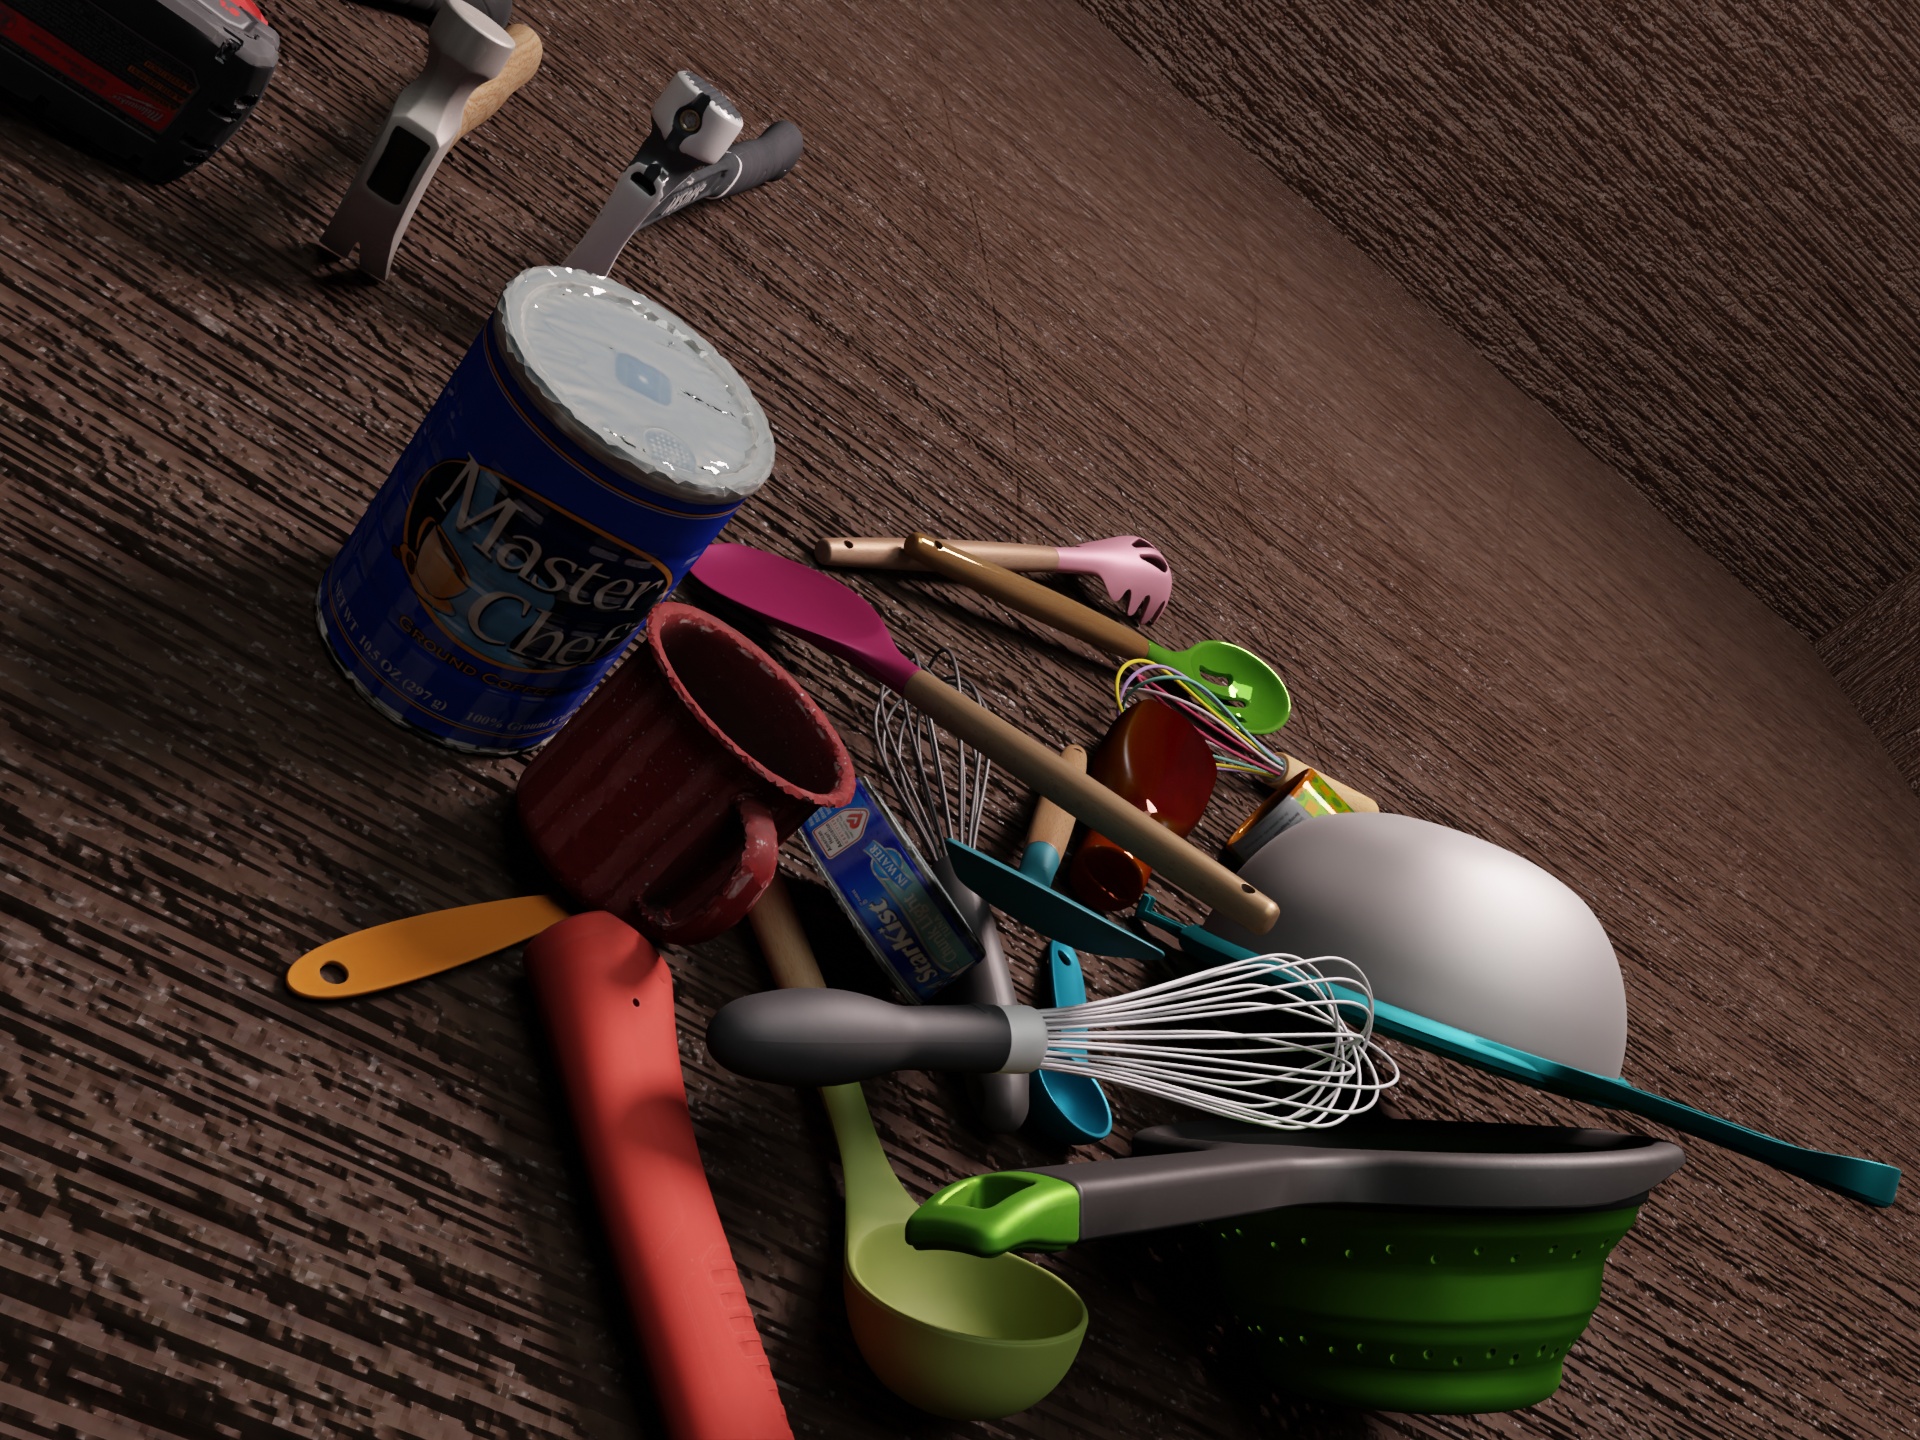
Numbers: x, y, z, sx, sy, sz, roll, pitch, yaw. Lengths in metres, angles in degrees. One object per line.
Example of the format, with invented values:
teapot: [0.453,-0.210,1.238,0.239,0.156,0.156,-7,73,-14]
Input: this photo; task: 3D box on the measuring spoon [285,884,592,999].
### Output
measuring spoon: [-0.158,0.070,0.500,0.117,0.011,0.021,-12,59,-52]

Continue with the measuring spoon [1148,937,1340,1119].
measuring spoon: [0.130,0.153,0.755,0.124,0.018,0.034,47,31,17]

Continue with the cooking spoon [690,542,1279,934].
cooking spoon: [-0.001,-0.002,0.670,0.319,0.017,0.068,33,29,28]

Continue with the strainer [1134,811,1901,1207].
strainer: [0.242,0.103,0.677,0.210,0.095,0.340,20,-3,-26]

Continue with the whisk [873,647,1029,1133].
whisk: [0.000,0.062,0.670,0.055,0.055,0.239,22,40,-34]

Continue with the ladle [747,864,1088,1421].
ladle: [-0.048,0.091,0.564,0.078,0.062,0.320,12,41,-44]

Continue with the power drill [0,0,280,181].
power drill: [-0.331,-0.338,0.683,0.187,0.080,0.227,30,40,-43]

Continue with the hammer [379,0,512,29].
hammer: [-0.365,-0.406,0.810,0.146,0.035,0.334,54,30,14]

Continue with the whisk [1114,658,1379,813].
whisk: [0.176,0.018,0.950,0.244,0.051,0.047,24,30,-38]

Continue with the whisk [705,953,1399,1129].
whisk: [0.043,0.109,0.547,0.284,0.070,0.070,8,45,-33]

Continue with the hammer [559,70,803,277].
hammer: [-0.142,-0.300,0.896,0.036,0.149,0.409,39,21,-12]

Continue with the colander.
colander: [0.118,0.192,0.544,0.396,0.204,0.094,14,73,-50]

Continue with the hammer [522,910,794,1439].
hammer: [-0.061,0.210,0.416,0.149,0.036,0.359,9,46,-47]

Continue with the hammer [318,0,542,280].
hammer: [-0.242,-0.302,0.777,0.031,0.130,0.332,32,21,-22]

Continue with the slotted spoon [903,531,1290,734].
slotted spoon: [0.086,-0.050,0.922,0.313,0.031,0.070,20,46,-40]

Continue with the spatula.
spatula: [0.043,0.043,0.677,0.082,0.044,0.317,27,14,1]

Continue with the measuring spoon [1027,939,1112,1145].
measuring spoon: [0.040,0.132,0.666,0.042,0.021,0.129,41,20,-17]

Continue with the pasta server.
pasta server: [0.030,-0.088,0.920,0.316,0.040,0.060,-5,55,-49]
